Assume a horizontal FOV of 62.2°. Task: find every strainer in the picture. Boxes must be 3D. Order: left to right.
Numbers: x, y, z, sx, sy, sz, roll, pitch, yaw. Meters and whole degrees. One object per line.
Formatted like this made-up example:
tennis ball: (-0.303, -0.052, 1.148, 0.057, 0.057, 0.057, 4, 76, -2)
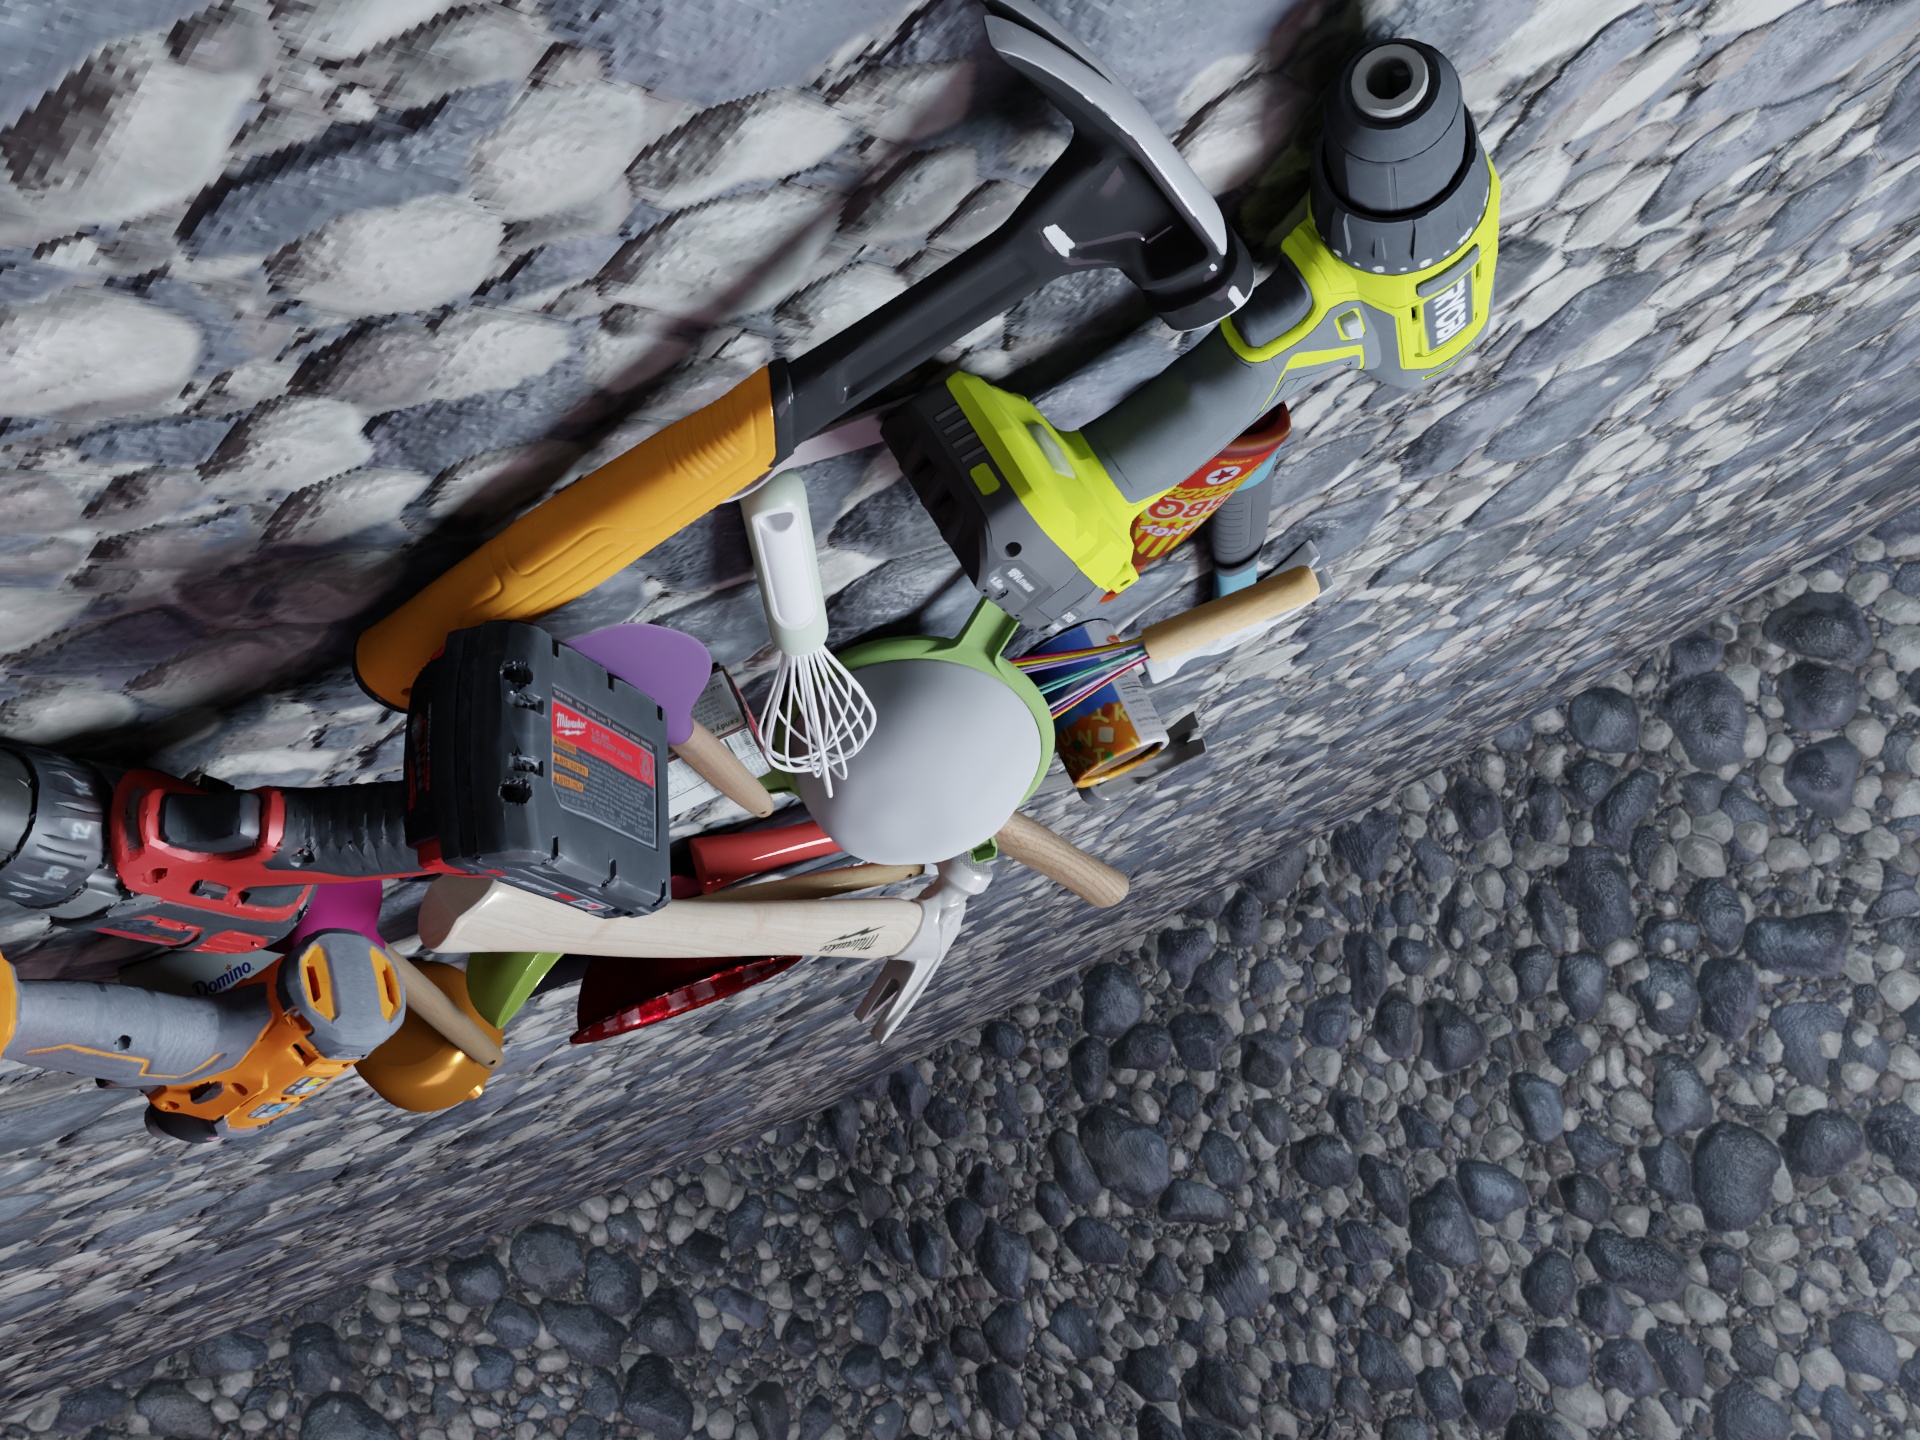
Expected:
strainer: (-0.001, -0.003, 0.805, 0.151, 0.069, 0.256, 17, 132, -18)

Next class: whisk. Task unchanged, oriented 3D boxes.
whisk: (-0.069, -0.034, 0.689, 0.058, 0.059, 0.246, -12, 154, -6)
whisk: (0.087, -0.037, 0.914, 0.245, 0.047, 0.051, -22, 173, 20)

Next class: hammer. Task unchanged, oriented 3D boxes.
hammer: (-0.081, -0.089, 0.502, 0.337, 0.034, 0.127, -28, 145, 26)
hammer: (-0.139, 0.130, 0.935, 0.410, 0.038, 0.146, 12, 113, -53)
hammer: (-0.164, 0.135, 1.170, 0.409, 0.036, 0.149, -18, 162, -25)
hammer: (-0.009, 0.058, 1.085, 0.359, 0.037, 0.149, -11, 168, -28)
hammer: (0.029, 0.067, 1.016, 0.130, 0.031, 0.331, -12, 155, 27)
hammer: (0.156, -0.096, 0.908, 0.128, 0.033, 0.330, -25, 165, 3)

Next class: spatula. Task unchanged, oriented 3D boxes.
spatula: (-0.115, 0.008, 0.694, 0.060, 0.018, 0.315, -19, 166, -1)

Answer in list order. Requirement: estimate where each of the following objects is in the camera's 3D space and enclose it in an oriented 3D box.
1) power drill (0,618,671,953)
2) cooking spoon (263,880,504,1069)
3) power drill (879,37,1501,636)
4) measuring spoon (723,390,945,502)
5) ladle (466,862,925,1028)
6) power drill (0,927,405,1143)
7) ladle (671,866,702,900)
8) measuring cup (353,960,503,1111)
power drill: (-0.232, 0.029, 0.541, 0.227, 0.080, 0.187, -10, 161, 14)
cooking spoon: (-0.299, 0.130, 0.834, 0.069, 0.017, 0.318, -35, 153, -13)
power drill: (0.090, -0.134, 0.576, 0.228, 0.080, 0.190, -34, 164, 11)
measuring spoon: (-0.046, -0.109, 0.579, 0.124, 0.018, 0.034, -25, 161, -31)
ladle: (-0.149, 0.125, 0.980, 0.320, 0.062, 0.078, -8, 146, -37)
power drill: (-0.384, 0.147, 0.693, 0.164, 0.084, 0.226, -34, 153, 26)
ladle: (-0.233, 0.095, 0.942, 0.069, 0.031, 0.315, -28, 163, 12)
measuring cup: (-0.303, 0.166, 0.996, 0.173, 0.095, 0.052, -42, 158, -17)
